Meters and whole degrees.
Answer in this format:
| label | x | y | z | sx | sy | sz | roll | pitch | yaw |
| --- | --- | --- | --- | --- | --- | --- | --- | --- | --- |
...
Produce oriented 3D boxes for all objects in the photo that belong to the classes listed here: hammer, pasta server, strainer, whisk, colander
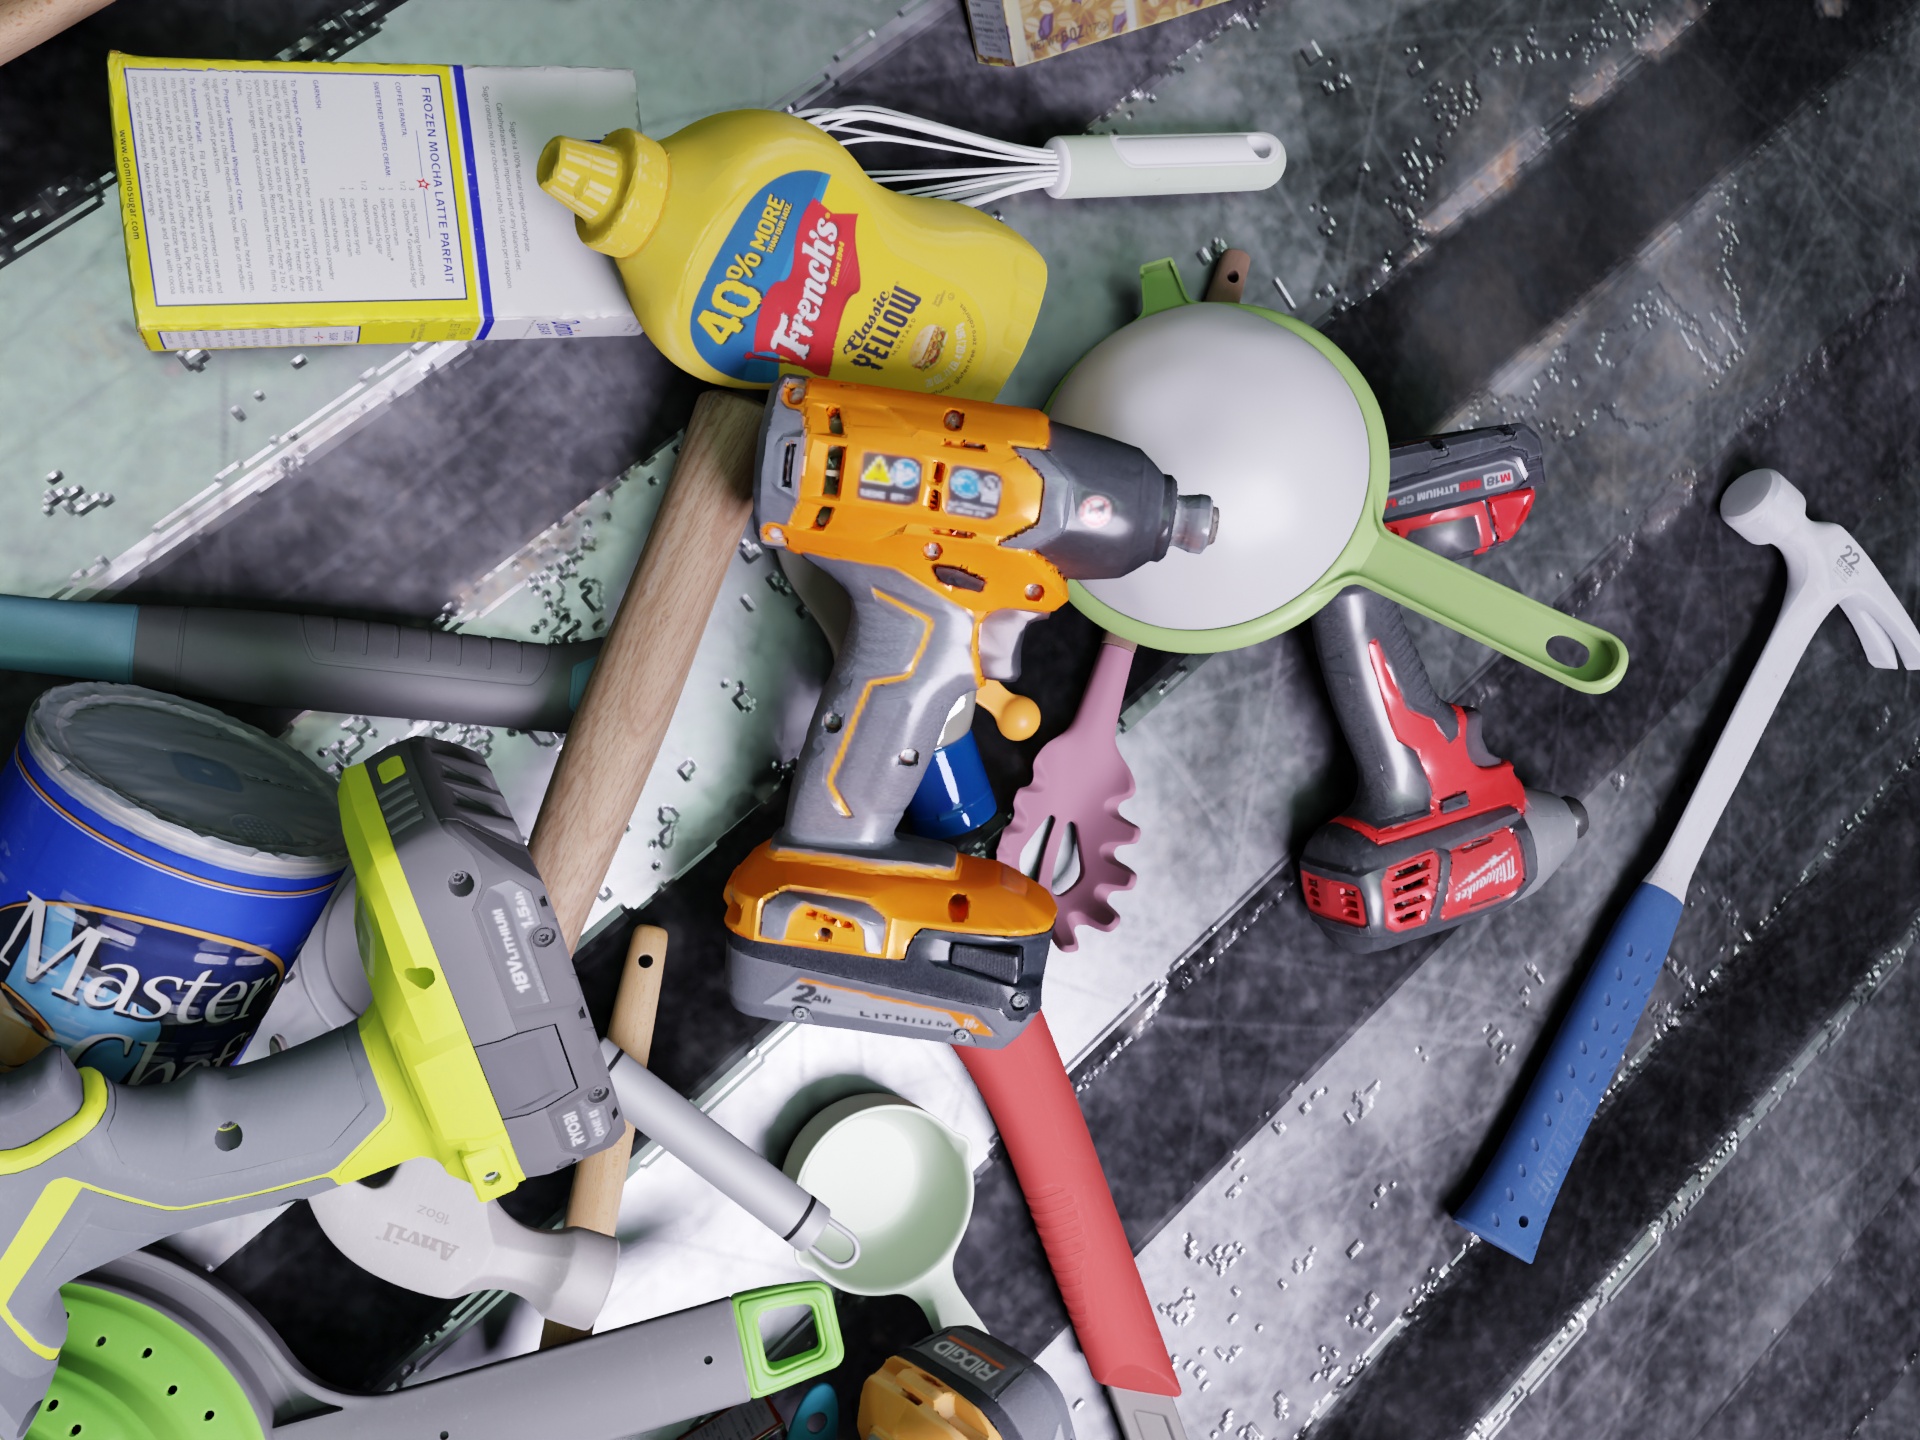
| label | x | y | z | sx | sy | sz | roll | pitch | yaw |
| --- | --- | --- | --- | --- | --- | --- | --- | --- | --- |
| hammer | 0.073 | 0.252 | 0.691 | 0.149 | 0.037 | 0.359 | -23 | 100 | -19 |
| pasta server | 0.077 | -0.057 | 0.682 | 0.060 | 0.040 | 0.316 | 18 | 84 | -10 |
| strainer | -0.140 | 0.122 | 0.581 | 0.258 | 0.050 | 0.087 | 39 | 73 | -5 |
| whisk | 0.032 | -0.229 | 0.656 | 0.246 | 0.059 | 0.058 | -11 | 68 | -24 |
| hammer | -0.134 | 0.030 | 0.561 | 0.130 | 0.031 | 0.331 | 22 | 73 | -15 |
| colander | -0.228 | 0.250 | 0.504 | 0.397 | 0.094 | 0.204 | -12 | 79 | -13 |
| hammer | 0.360 | 0.080 | 0.795 | 0.144 | 0.035 | 0.405 | 34 | 80 | -18 |
| hammer | -0.270 | -0.026 | 0.552 | 0.331 | 0.033 | 0.128 | 6 | 89 | -21 |
| strainer | 0.135 | -0.082 | 0.612 | 0.256 | 0.069 | 0.151 | 30 | 88 | 20 |

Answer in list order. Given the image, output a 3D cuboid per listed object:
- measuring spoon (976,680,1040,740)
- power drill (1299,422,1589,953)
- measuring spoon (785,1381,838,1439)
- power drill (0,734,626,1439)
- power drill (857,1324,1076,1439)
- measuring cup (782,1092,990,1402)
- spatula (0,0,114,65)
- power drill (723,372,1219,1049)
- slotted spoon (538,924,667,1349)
| label | x | y | z | sx | sy | sz | roll | pitch | yaw |
| --- | --- | --- | --- | --- | --- | --- | --- | --- | --- |
| measuring spoon | -0.009 | -0.031 | 0.663 | 0.116 | 0.011 | 0.021 | 41 | 78 | -17 |
| power drill | 0.213 | -0.016 | 0.717 | 0.143 | 0.078 | 0.219 | -14 | 99 | -20 |
| measuring spoon | -0.064 | 0.319 | 0.604 | 0.042 | 0.021 | 0.128 | 13 | 89 | -22 |
| power drill | -0.218 | 0.097 | 0.429 | 0.223 | 0.080 | 0.171 | -21 | 126 | -19 |
| power drill | -0.052 | 0.346 | 0.558 | 0.226 | 0.084 | 0.185 | -22 | 104 | -33 |
| measuring cup | -0.016 | 0.228 | 0.656 | 0.083 | 0.038 | 0.167 | -31 | 104 | -17 |
| spatula | -0.369 | -0.192 | 0.517 | 0.317 | 0.044 | 0.082 | -42 | 105 | -20 |
| power drill | -0.001 | -0.002 | 0.580 | 0.164 | 0.084 | 0.226 | 8 | 101 | 0 |
| slotted spoon | -0.144 | 0.232 | 0.587 | 0.070 | 0.031 | 0.314 | 12 | 76 | -12 |
